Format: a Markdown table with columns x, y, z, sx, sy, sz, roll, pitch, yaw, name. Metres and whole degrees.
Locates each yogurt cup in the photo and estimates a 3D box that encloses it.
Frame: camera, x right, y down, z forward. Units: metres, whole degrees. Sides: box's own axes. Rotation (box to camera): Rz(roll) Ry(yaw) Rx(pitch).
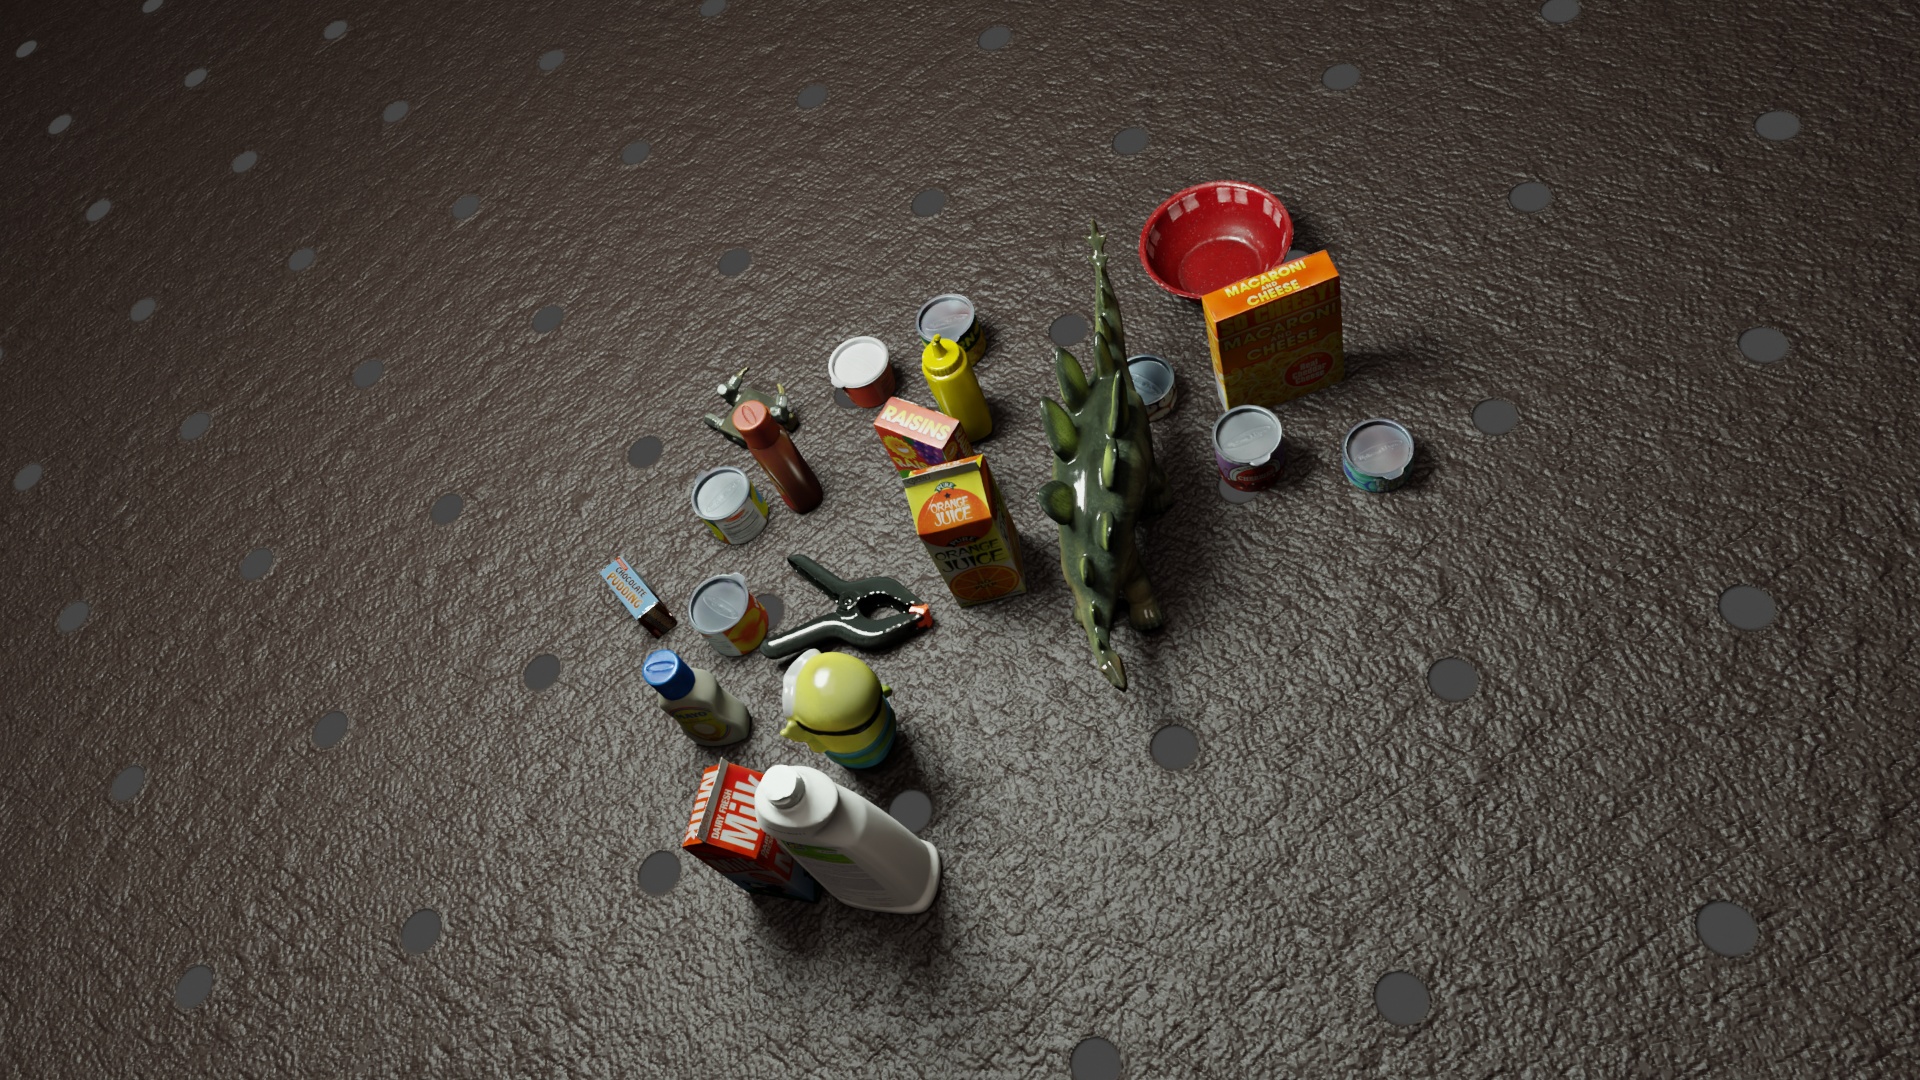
| x | y | z | sx | sy | sz | roll | pitch | yaw | name |
| --- | --- | --- | --- | --- | --- | --- | --- | --- | --- |
| -0.105 | -0.183 | 1.528 | 0.072 | 0.053 | 0.073 | -7 | 59 | 13 | yogurt cup |

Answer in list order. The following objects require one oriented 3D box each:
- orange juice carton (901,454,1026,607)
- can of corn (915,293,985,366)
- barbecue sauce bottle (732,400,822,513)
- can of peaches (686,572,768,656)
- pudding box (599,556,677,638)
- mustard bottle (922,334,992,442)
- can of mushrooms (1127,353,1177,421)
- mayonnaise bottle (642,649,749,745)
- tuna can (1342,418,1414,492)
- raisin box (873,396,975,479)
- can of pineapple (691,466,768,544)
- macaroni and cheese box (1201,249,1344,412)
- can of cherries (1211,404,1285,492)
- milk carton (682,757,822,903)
| x | y | z | sx | sy | sz | roll | pitch | yaw | name |
| --- | --- | --- | --- | --- | --- | --- | --- | --- | --- |
| 0.005 | -0.016 | 1.314 | 0.072 | 0.192 | 0.073 | -13 | 58 | 9 | orange juice carton |
| -0.009 | -0.224 | 1.521 | 0.071 | 0.058 | 0.071 | -7 | 59 | 13 | can of corn |
| -0.191 | -0.090 | 1.442 | 0.044 | 0.148 | 0.065 | -32 | 57 | -3 | barbecue sauce bottle |
| -0.234 | 0.075 | 1.411 | 0.071 | 0.058 | 0.071 | -7 | 59 | 13 | can of peaches |
| -0.338 | 0.059 | 1.457 | 0.030 | 0.049 | 0.084 | -41 | 58 | -9 | pudding box |
| -0.008 | -0.163 | 1.424 | 0.049 | 0.159 | 0.065 | -24 | 57 | 3 | mustard bottle |
| 0.188 | -0.156 | 1.436 | 0.071 | 0.033 | 0.071 | -7 | 59 | 12 | can of mushrooms |
| -0.254 | 0.150 | 1.319 | 0.065 | 0.147 | 0.041 | -9 | 59 | 12 | mayonnaise bottle |
| 0.401 | -0.079 | 1.328 | 0.071 | 0.032 | 0.071 | -7 | 59 | 12 | tuna can |
| -0.028 | -0.087 | 1.406 | 0.086 | 0.123 | 0.040 | 22 | 69 | 27 | raisin box |
| -0.246 | -0.038 | 1.482 | 0.071 | 0.057 | 0.071 | -7 | 59 | 13 | can of pineapple |
| 0.305 | -0.196 | 1.346 | 0.124 | 0.165 | 0.040 | -20 | 57 | 5 | macaroni and cheese box |
| 0.282 | -0.087 | 1.353 | 0.071 | 0.058 | 0.072 | -7 | 59 | 13 | can of cherries |
| -0.180 | 0.254 | 1.210 | 0.073 | 0.189 | 0.072 | 4 | 62 | 19 | milk carton |
